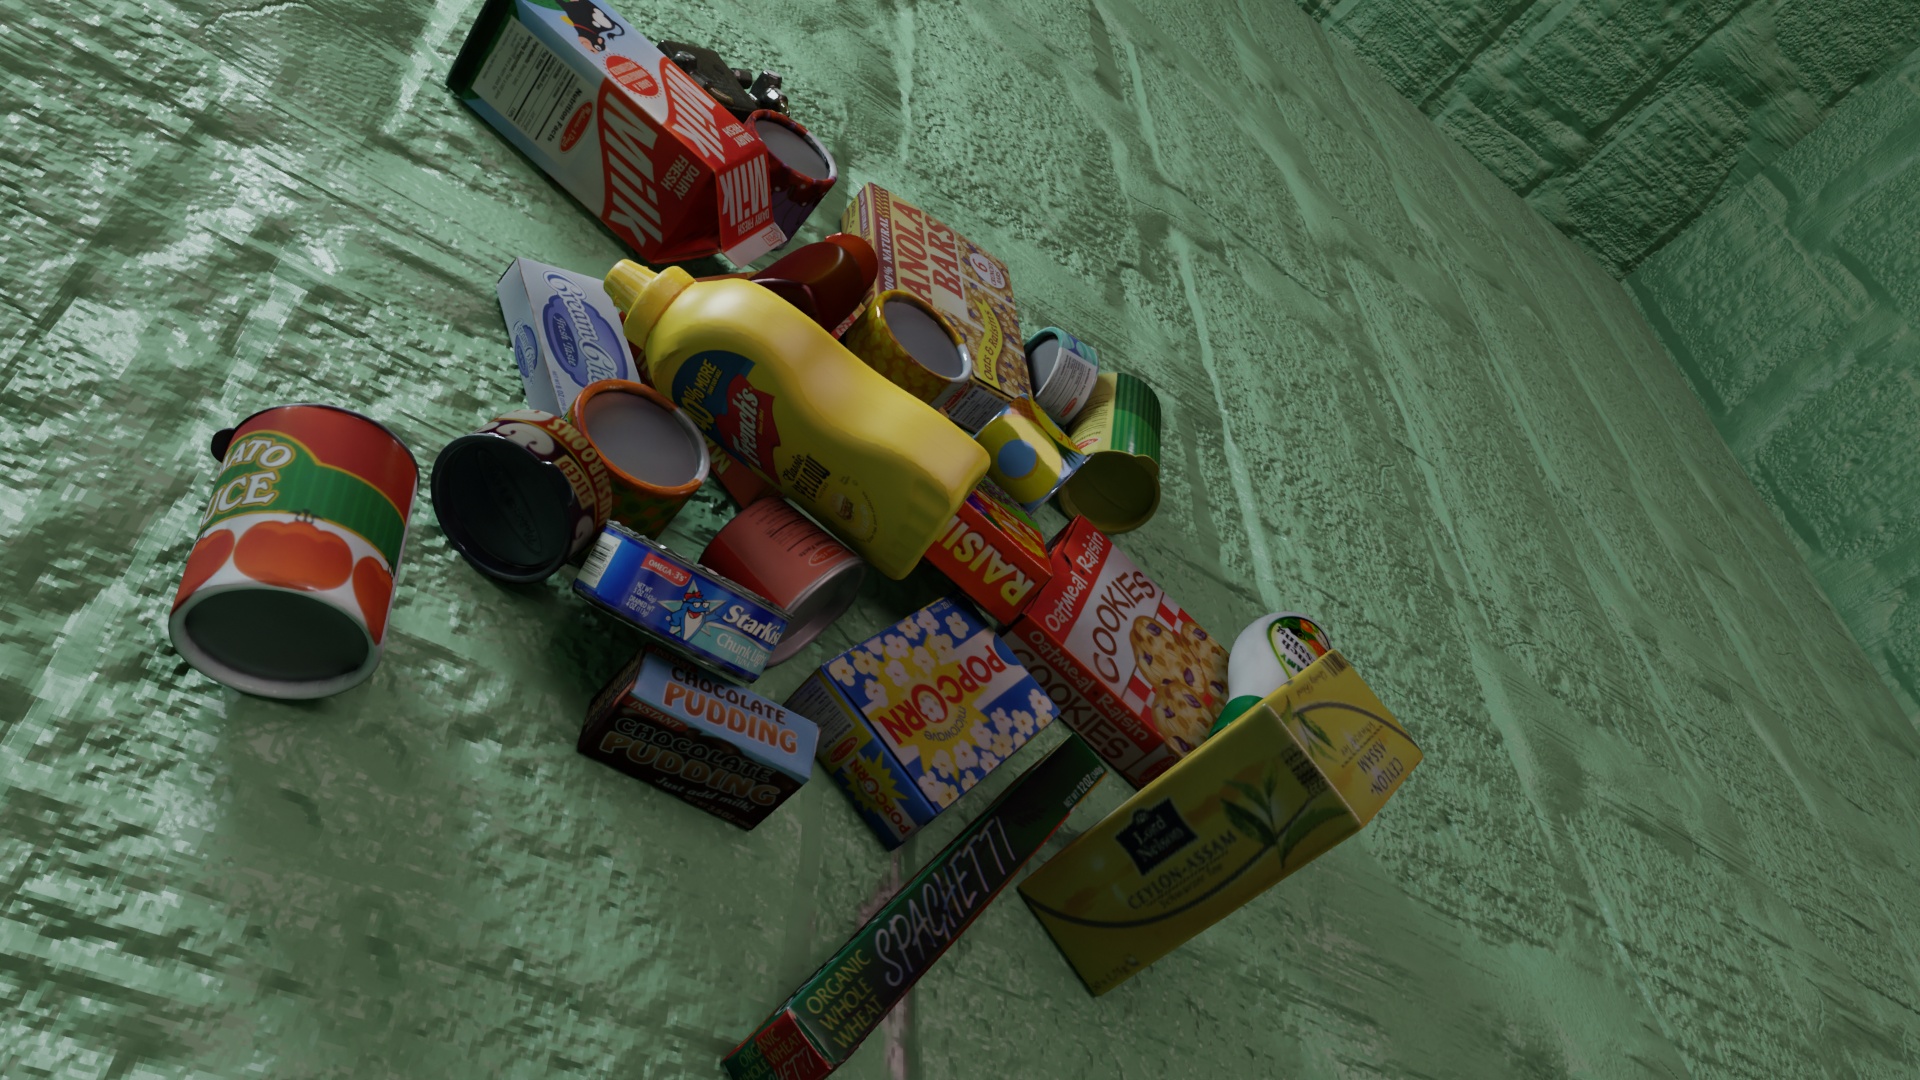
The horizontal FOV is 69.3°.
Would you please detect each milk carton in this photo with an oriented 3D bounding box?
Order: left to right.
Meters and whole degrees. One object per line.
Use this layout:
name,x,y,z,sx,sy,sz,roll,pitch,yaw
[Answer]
milk carton,-0.182,-0.226,0.782,0.190,0.073,0.073,41,31,-5

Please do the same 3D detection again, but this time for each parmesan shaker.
parmesan shaker,0.104,-0.061,0.932,0.071,0.071,0.103,36,34,-16

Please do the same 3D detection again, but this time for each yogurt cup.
yogurt cup,-0.085,0.017,0.642,0.054,0.072,0.073,44,31,12

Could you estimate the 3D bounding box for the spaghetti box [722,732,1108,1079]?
spaghetti box,-0.007,0.152,0.593,0.029,0.050,0.251,49,33,7

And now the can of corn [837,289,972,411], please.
can of corn,-0.038,-0.093,0.743,0.071,0.058,0.071,31,35,-25

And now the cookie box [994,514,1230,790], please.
cookie box,0.103,0.076,0.810,0.167,0.040,0.123,43,33,-5

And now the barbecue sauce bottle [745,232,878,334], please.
barbecue sauce bottle,-0.080,-0.132,0.736,0.149,0.065,0.043,-61,137,-64

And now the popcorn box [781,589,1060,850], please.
popcorn box,-0.016,0.082,0.671,0.085,0.038,0.127,50,33,8

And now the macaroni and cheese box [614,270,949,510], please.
macaroni and cheese box,-0.095,-0.090,0.767,0.124,0.040,0.167,52,32,8

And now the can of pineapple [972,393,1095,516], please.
can of pineapple,0.037,-0.049,0.845,0.058,0.070,0.071,47,32,1

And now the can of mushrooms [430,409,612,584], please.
can of mushrooms,-0.177,-0.019,0.569,0.071,0.070,0.033,44,31,-3

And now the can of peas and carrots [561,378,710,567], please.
can of peas and carrots,-0.156,-0.029,0.615,0.071,0.058,0.071,30,35,-24

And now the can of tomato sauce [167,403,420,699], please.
can of tomato sauce,-0.232,0.003,0.486,0.071,0.071,0.083,24,39,-31

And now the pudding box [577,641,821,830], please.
pudding box,-0.105,0.080,0.562,0.083,0.049,0.030,31,37,-22

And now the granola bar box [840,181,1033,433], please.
granola bar box,-0.017,-0.154,0.926,0.124,0.039,0.166,25,38,-29

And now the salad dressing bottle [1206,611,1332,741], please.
salad dressing bottle,0.178,0.090,0.803,0.064,0.043,0.148,50,32,0

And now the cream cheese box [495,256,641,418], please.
cream cheese box,-0.187,-0.088,0.676,0.053,0.024,0.104,9,48,-46

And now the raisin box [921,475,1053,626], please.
raisin box,0.003,-0.009,0.752,0.086,0.040,0.124,41,9,-10

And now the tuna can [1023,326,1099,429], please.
tuna can,0.060,-0.110,0.942,0.033,0.070,0.071,26,37,-27

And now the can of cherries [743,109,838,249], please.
can of cherries,-0.121,-0.226,0.870,0.071,0.058,0.072,30,35,-24
